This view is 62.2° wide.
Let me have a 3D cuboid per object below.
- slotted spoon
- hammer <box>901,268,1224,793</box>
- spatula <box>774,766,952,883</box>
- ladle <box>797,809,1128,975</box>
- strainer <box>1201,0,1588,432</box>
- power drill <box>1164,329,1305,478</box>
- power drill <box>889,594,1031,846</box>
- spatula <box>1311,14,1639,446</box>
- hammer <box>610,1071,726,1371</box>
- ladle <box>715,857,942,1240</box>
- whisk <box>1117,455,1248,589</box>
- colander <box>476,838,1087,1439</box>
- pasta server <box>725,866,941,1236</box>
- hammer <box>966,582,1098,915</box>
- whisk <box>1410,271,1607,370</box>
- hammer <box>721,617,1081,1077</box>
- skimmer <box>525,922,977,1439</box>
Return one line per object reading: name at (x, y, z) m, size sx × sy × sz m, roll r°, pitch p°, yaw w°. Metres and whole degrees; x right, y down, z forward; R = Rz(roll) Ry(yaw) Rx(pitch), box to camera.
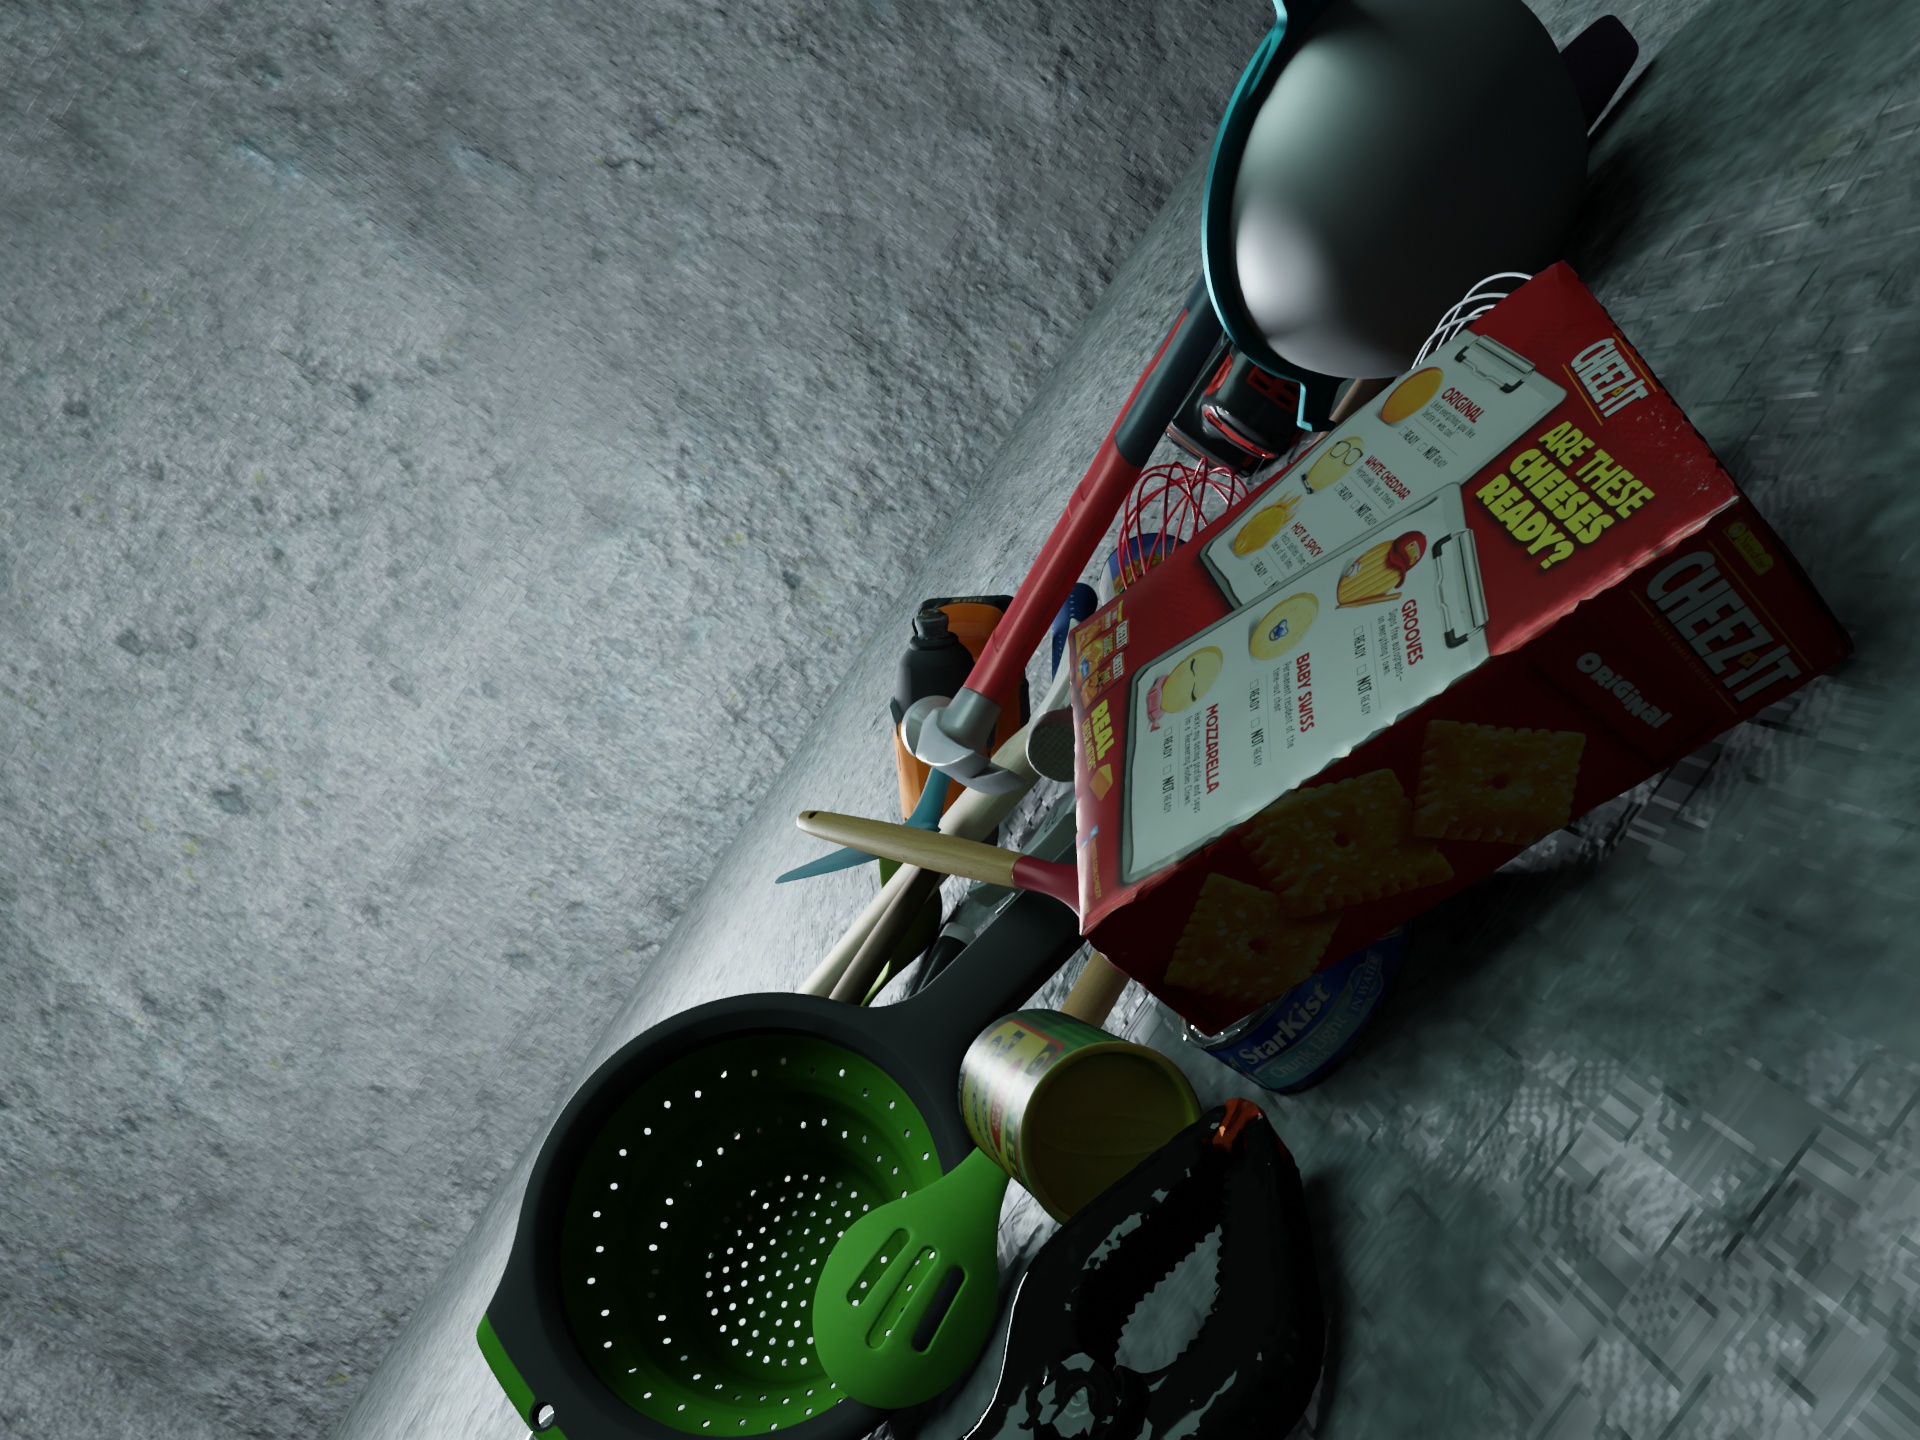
slotted spoon at (0.040, 0.141, 0.673) m, size 0.314 × 0.070 × 0.031 m, roll -54°, pitch -16°, yaw -25°
hammer at (0.090, -0.139, 0.805) m, size 0.386 × 0.038 × 0.143 m, roll -60°, pitch 15°, yaw -2°
spatula at (-0.001, -0.003, 0.940) m, size 0.082 × 0.044 × 0.318 m, roll -17°, pitch 29°, yaw 38°
ladle at (0.014, 0.064, 0.713) m, size 0.069 × 0.031 × 0.315 m, roll -45°, pitch 29°, yaw -25°
strainer at (0.192, -0.276, 0.697) m, size 0.211 × 0.340 × 0.095 m, roll -46°, pitch 48°, yaw -1°
power drill at (0.202, -0.237, 0.952) m, size 0.188 × 0.080 × 0.227 m, roll -56°, pitch 3°, yaw 2°
power drill at (-0.002, -0.018, 1.095) m, size 0.227 × 0.084 × 0.164 m, roll -71°, pitch -23°, yaw -69°
spatula at (0.257, -0.232, 0.866) m, size 0.316 × 0.059 × 0.018 m, roll -57°, pitch 46°, yaw 19°
hammer at (-0.207, 0.372, 1.112) m, size 0.409 × 0.036 × 0.149 m, roll -79°, pitch 8°, yaw -60°
ladle at (-0.108, 0.231, 1.093) m, size 0.320 × 0.062 × 0.078 m, roll -58°, pitch 7°, yaw 8°
whisk at (0.104, -0.038, 0.785) m, size 0.073 × 0.073 × 0.296 m, roll -48°, pitch 19°, yaw 43°
colander at (-0.027, 0.179, 0.732) m, size 0.397 × 0.205 × 0.094 m, roll -43°, pitch -30°, yaw -16°
pasta server at (-0.082, 0.201, 0.950) m, size 0.316 × 0.040 × 0.060 m, roll -58°, pitch -13°, yaw 30°
hammer at (0.070, -0.008, 1.058) m, size 0.144 × 0.035 × 0.406 m, roll -53°, pitch 10°, yaw 20°
whisk at (0.183, -0.093, 0.691) m, size 0.070 × 0.070 × 0.284 m, roll -61°, pitch 2°, yaw -27°
hammer at (-0.038, 0.109, 0.978) m, size 0.410 × 0.038 × 0.146 m, roll -51°, pitch 9°, yaw 29°
skimmer at (-0.098, 0.248, 0.867) m, size 0.127 × 0.090 × 0.363 m, roll -21°, pitch 34°, yaw 55°
